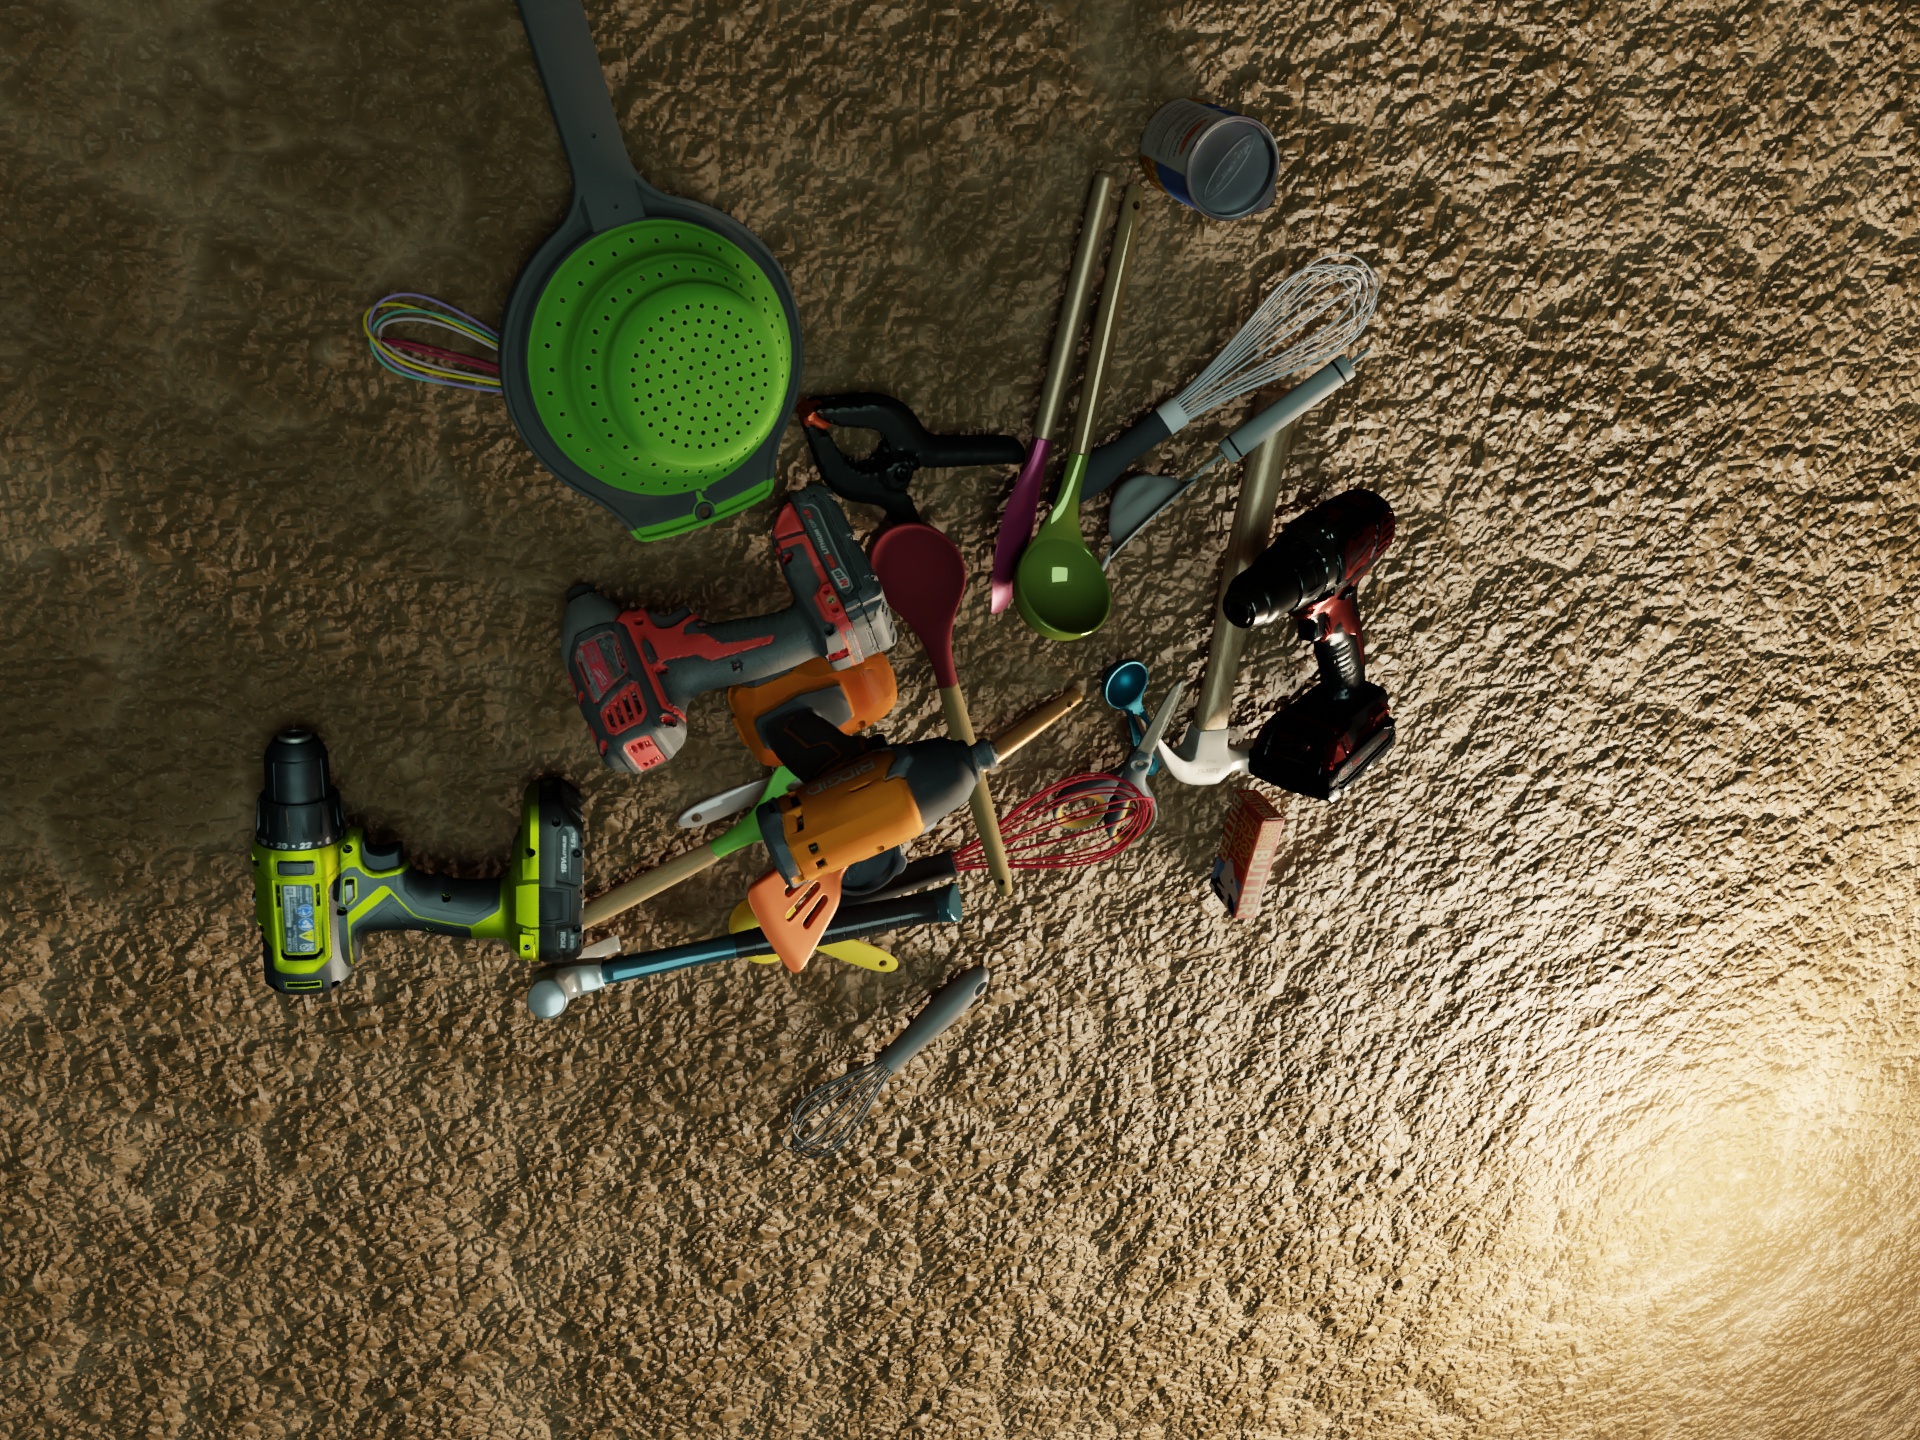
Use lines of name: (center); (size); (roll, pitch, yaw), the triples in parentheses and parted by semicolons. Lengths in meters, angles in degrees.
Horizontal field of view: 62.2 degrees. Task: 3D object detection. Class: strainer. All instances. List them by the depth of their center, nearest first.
strainer: (0.190, -0.196, 1.169); (0.258, 0.087, 0.050); (-35, 92, 13)

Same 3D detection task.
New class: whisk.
whisk: (-0.265, -0.215, 1.037); (0.244, 0.047, 0.051); (16, 111, -29)
whisk: (0.181, -0.242, 1.162); (0.284, 0.070, 0.070); (-35, 123, 10)
whisk: (0.014, 0.107, 1.279); (0.296, 0.073, 0.073); (-19, 123, 9)
whisk: (-0.065, 0.297, 1.389); (0.239, 0.055, 0.055); (-44, 122, 3)

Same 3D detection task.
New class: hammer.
hammer: (-0.159, 0.171, 1.225); (0.331, 0.128, 0.033); (-10, 94, -7)
hammer: (0.217, -0.098, 1.258); (0.130, 0.031, 0.331); (-6, 118, -26)

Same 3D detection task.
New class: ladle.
ladle: (0.096, -0.213, 1.123); (0.078, 0.062, 0.320); (3, 107, -28)
ladle: (-0.002, -0.004, 1.188); (0.069, 0.031, 0.315); (-10, 113, 13)

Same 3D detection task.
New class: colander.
colander: (-0.196, -0.293, 0.966); (0.204, 0.095, 0.396); (-24, 119, -19)

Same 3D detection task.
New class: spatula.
spatula: (-0.025, 0.067, 1.217); (0.322, 0.041, 0.081); (-35, 115, -20)

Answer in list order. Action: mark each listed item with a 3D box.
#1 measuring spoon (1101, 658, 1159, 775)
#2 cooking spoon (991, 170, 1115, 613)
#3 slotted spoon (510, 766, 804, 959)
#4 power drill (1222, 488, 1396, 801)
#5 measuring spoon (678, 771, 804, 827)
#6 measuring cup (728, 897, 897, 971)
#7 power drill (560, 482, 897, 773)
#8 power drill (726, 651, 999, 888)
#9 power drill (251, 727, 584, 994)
measuring spoon: (0.140, -0.003, 1.306); (0.042, 0.021, 0.128); (-34, 133, -13)
cooking spoon: (0.064, -0.227, 1.134); (0.017, 0.069, 0.318); (18, 110, 15)
slotted spoon: (-0.213, 0.110, 1.230); (0.314, 0.031, 0.070); (-28, 89, 7)
power drill: (0.271, -0.051, 1.243); (0.188, 0.080, 0.226); (-33, 129, -37)
measuring spoon: (-0.161, 0.060, 1.238); (0.124, 0.018, 0.034); (-22, 123, -5)
measuring cup: (-0.117, 0.188, 1.316); (0.156, 0.029, 0.062); (22, 109, -24)
power drill: (-0.168, -0.068, 1.101); (0.219, 0.143, 0.078); (-26, 155, -5)
power drill: (-0.074, 0.014, 1.116); (0.164, 0.227, 0.084); (-23, 123, -5)
power drill: (-0.390, 0.099, 1.150); (0.228, 0.080, 0.190); (0, 109, -14)
